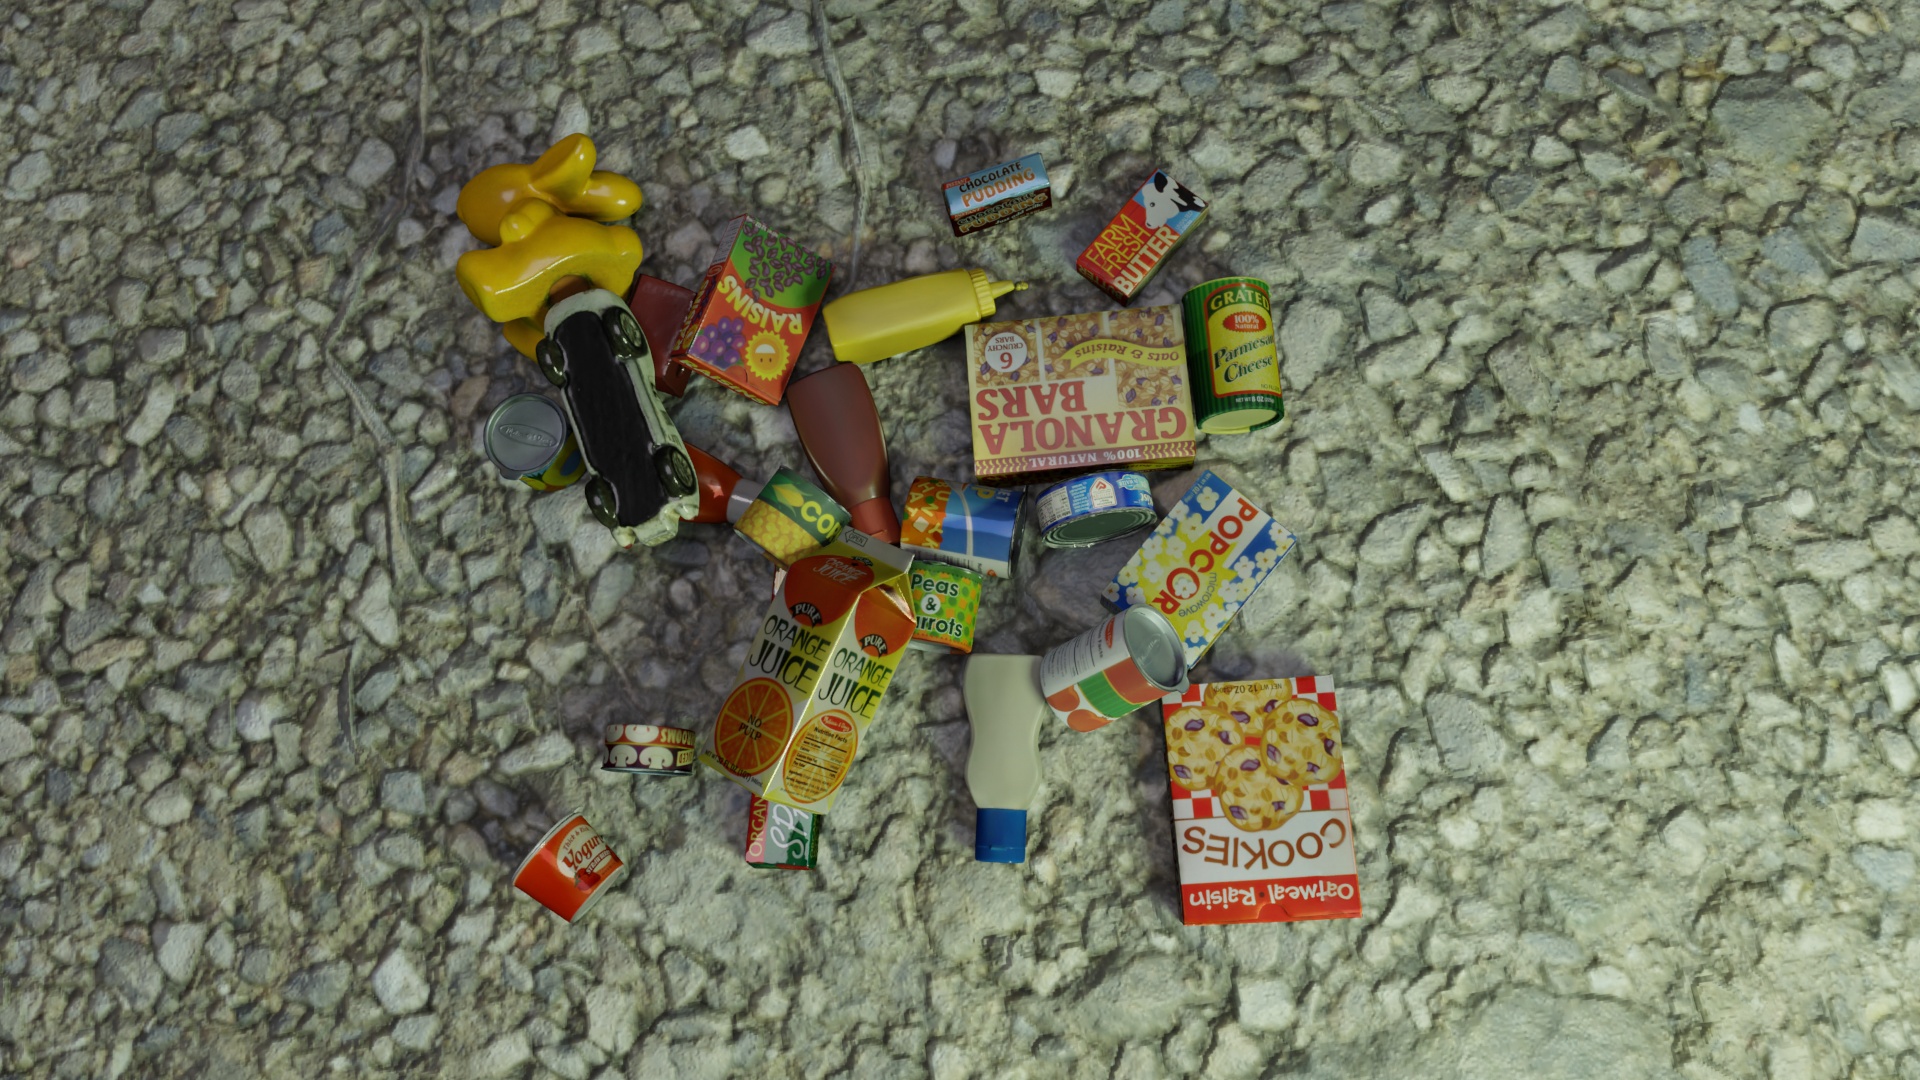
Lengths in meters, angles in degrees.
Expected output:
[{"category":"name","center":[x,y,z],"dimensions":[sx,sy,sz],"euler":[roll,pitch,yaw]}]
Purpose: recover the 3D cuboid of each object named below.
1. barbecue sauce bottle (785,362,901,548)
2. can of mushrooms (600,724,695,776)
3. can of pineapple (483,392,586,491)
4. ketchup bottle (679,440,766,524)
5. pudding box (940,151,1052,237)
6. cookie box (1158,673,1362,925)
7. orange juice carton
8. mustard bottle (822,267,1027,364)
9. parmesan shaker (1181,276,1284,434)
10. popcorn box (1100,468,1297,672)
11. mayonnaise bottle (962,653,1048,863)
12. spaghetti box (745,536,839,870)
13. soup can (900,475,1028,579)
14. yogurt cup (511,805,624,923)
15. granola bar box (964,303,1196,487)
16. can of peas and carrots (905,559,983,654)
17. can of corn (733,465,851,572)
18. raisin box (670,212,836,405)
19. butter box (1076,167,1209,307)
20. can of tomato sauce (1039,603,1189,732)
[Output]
[{"category":"barbecue sauce bottle","center":[-0.083,-0.059,1.067],"dimensions":[0.065,0.043,0.149],"euler":[-20,76,-1]},{"category":"can of mushrooms","center":[-0.226,0.154,1.019],"dimensions":[0.071,0.071,0.033],"euler":[2,76,6]},{"category":"can of pineapple","center":[-0.331,-0.075,1.088],"dimensions":[0.071,0.057,0.071],"euler":[-1,77,6]},{"category":"ketchup bottle","center":[-0.207,-0.042,1.075],"dimensions":[0.149,0.043,0.065],"euler":[18,82,9]},{"category":"pudding box","center":[0.029,-0.274,1.102],"dimensions":[0.084,0.049,0.030],"euler":[-17,78,2]},{"category":"cookie box","center":[0.209,0.183,0.982],"dimensions":[0.123,0.040,0.168],"euler":[-5,77,5]},{"category":"orange juice carton","center":[-0.097,0.086,0.971],"dimensions":[0.072,0.073,0.193],"euler":[20,82,38]},{"category":"mustard bottle","center":[-0.026,-0.180,1.082],"dimensions":[0.160,0.065,0.049],"euler":[-16,80,-4]},{"category":"parmesan shaker","center":[0.208,-0.138,1.045],"dimensions":[0.071,0.071,0.103],"euler":[-6,77,5]},{"category":"popcorn box","center":[0.175,0.022,1.024],"dimensions":[0.085,0.038,0.127],"euler":[40,84,12]},{"category":"mayonnaise bottle","center":[0.031,0.157,1.007],"dimensions":[0.065,0.041,0.148],"euler":[2,78,7]},{"category":"spaghetti box","center":[-0.122,0.118,1.037],"dimensions":[0.050,0.028,0.250],"euler":[3,77,7]},{"category":"soup can","center":[0.004,-0.013,1.035],"dimensions":[0.084,0.071,0.071],"euler":[10,78,8]},{"category":"yogurt cup","center":[-0.282,0.239,1.008],"dimensions":[0.054,0.072,0.072],"euler":[40,84,5]},{"category":"granola bar box","center":[0.090,-0.110,1.063],"dimensions":[0.165,0.039,0.124],"euler":[-5,76,4]},{"category":"can of peas and carrots","center":[-0.020,0.049,1.021],"dimensions":[0.071,0.071,0.059],"euler":[8,79,8]},{"category":"can of corn","center":[-0.122,-0.011,1.016],"dimensions":[0.071,0.071,0.058],"euler":[34,80,12]},{"category":"raisin box","center":[-0.160,-0.178,1.083],"dimensions":[0.086,0.040,0.123],"euler":[28,78,-31]},{"category":"butter box","center":[0.143,-0.239,1.096],"dimensions":[0.053,0.024,0.103],"euler":[40,84,12]},{"category":"can of tomato sauce","center":[0.109,0.093,0.984],"dimensions":[0.082,0.071,0.071],"euler":[-33,73,36]}]
